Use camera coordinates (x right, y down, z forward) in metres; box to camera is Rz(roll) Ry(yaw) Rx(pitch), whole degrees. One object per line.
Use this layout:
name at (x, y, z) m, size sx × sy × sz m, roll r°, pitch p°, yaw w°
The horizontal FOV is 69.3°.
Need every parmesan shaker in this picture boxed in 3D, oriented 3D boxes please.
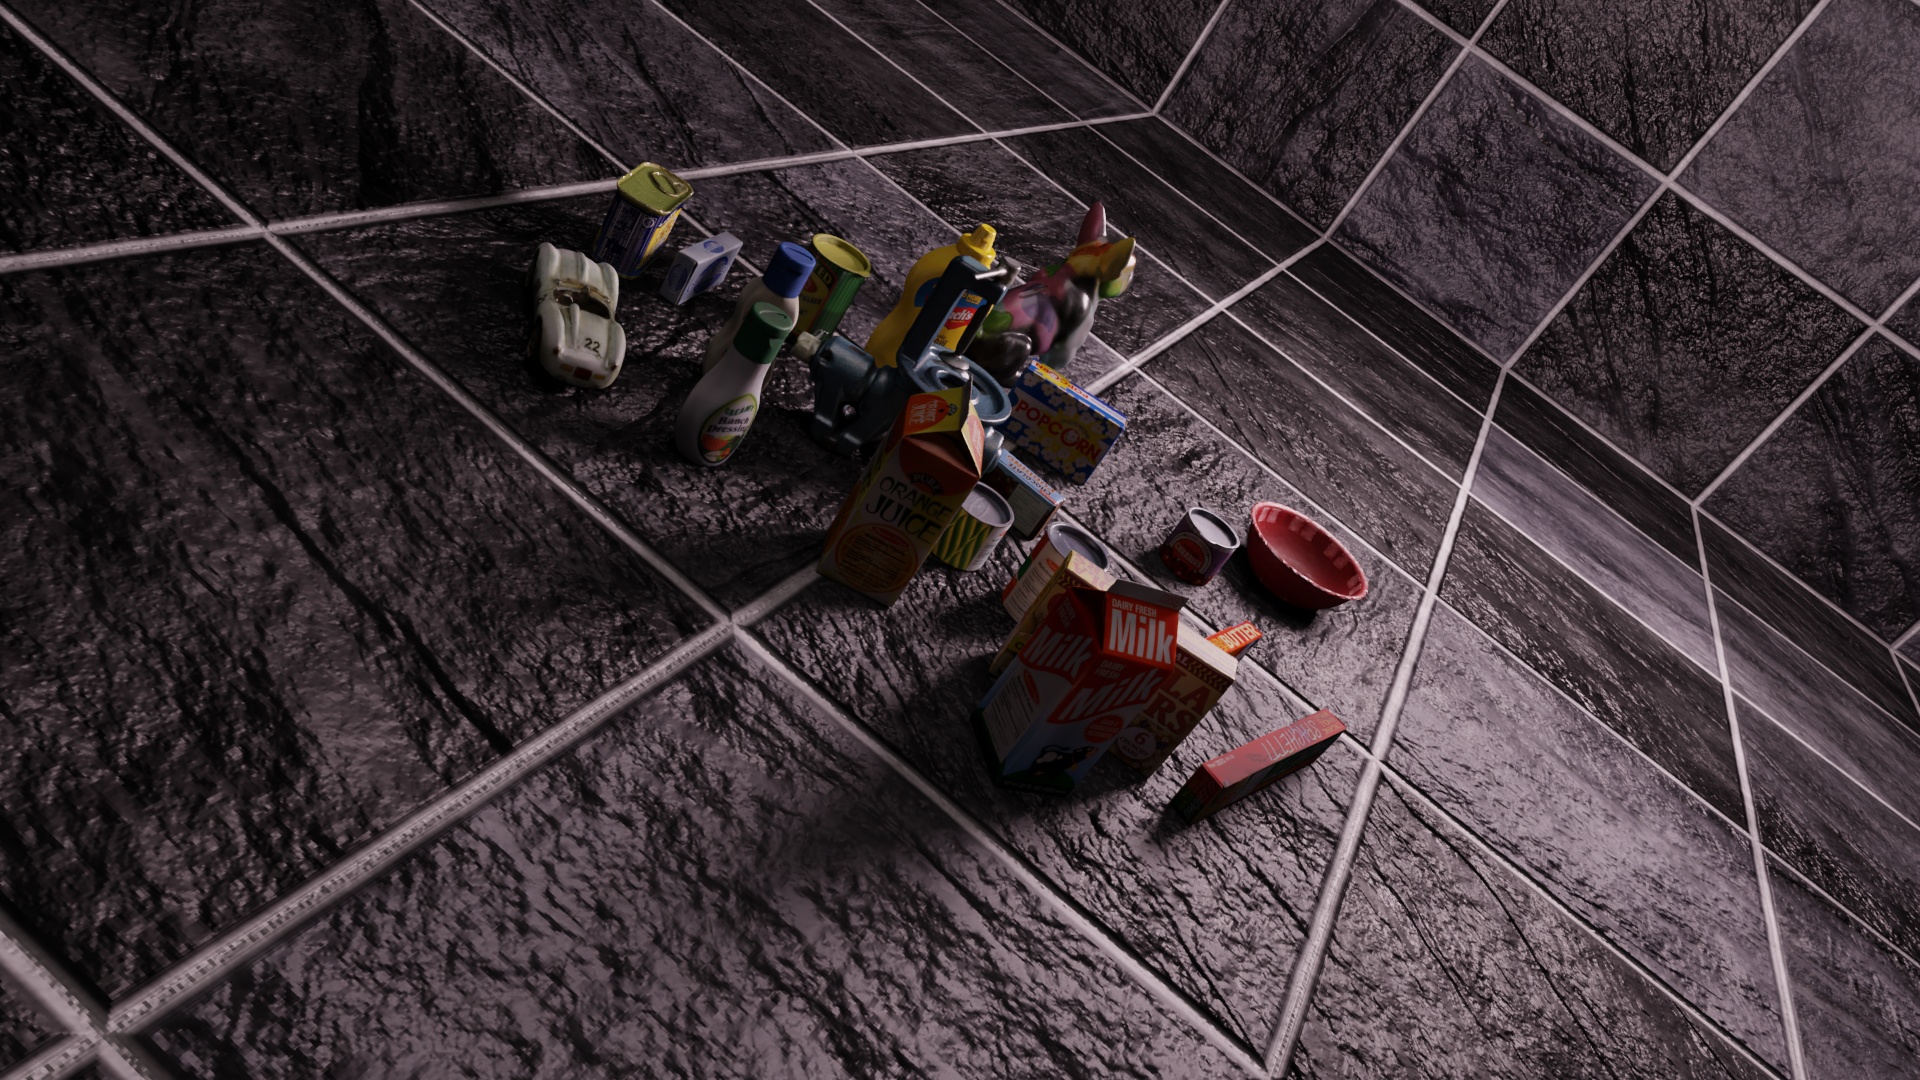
parmesan shaker at (-0.143, -0.253, 1.432) m, size 0.071 × 0.102 × 0.072 m, roll 25°, pitch 30°, yaw -16°

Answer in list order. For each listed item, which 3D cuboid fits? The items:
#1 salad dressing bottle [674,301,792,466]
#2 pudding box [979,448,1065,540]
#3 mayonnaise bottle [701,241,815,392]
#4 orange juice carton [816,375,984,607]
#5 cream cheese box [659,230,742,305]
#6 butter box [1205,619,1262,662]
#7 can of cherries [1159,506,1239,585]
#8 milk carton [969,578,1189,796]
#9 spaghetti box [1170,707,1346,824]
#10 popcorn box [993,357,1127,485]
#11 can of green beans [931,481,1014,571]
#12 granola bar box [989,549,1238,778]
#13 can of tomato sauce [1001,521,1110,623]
salad dressing bottle at (-0.188, -0.130, 1.155) m, size 0.064 × 0.147 × 0.044 m, roll -5°, pitch 47°, yaw -49°
pudding box at (0.056, -0.046, 1.379) m, size 0.084 × 0.049 × 0.030 m, roll 39°, pitch 29°, yaw 9°
mayonnaise bottle at (-0.181, -0.203, 1.272) m, size 0.065 × 0.147 × 0.041 m, roll 21°, pitch 31°, yaw -22°
orange juice carton at (-0.039, -0.045, 1.134) m, size 0.073 × 0.191 × 0.072 m, roll 27°, pitch 29°, yaw -12°
cream cheese box at (-0.260, -0.274, 1.397) m, size 0.024 × 0.053 × 0.104 m, roll 35°, pitch 29°, yaw 1°
butter box at (0.247, 0.111, 1.335) m, size 0.024 × 0.053 × 0.104 m, roll 46°, pitch 31°, yaw 21°
can of cherries at (0.255, 0.007, 1.494) m, size 0.071 × 0.058 × 0.072 m, roll 25°, pitch 30°, yaw -16°
milk carton at (0.092, 0.103, 1.048) m, size 0.072 × 0.189 × 0.074 m, roll 15°, pitch 34°, yaw -31°
spaghetti box at (0.270, 0.197, 1.232) m, size 0.251 × 0.050 × 0.029 m, roll -9°, pitch 50°, yaw -51°
popcorn box at (0.107, -0.130, 1.520) m, size 0.127 × 0.085 × 0.038 m, roll 32°, pitch 29°, yaw -4°
can of green beans at (0.006, -0.014, 1.273) m, size 0.071 × 0.057 × 0.071 m, roll 25°, pitch 30°, yaw -16°
granola bar box at (0.125, 0.104, 1.148) m, size 0.165 × 0.123 × 0.039 m, roll 34°, pitch 29°, yaw -1°
can of tomato sauce at (0.086, 0.035, 1.254) m, size 0.071 × 0.082 × 0.071 m, roll 25°, pitch 30°, yaw -16°
